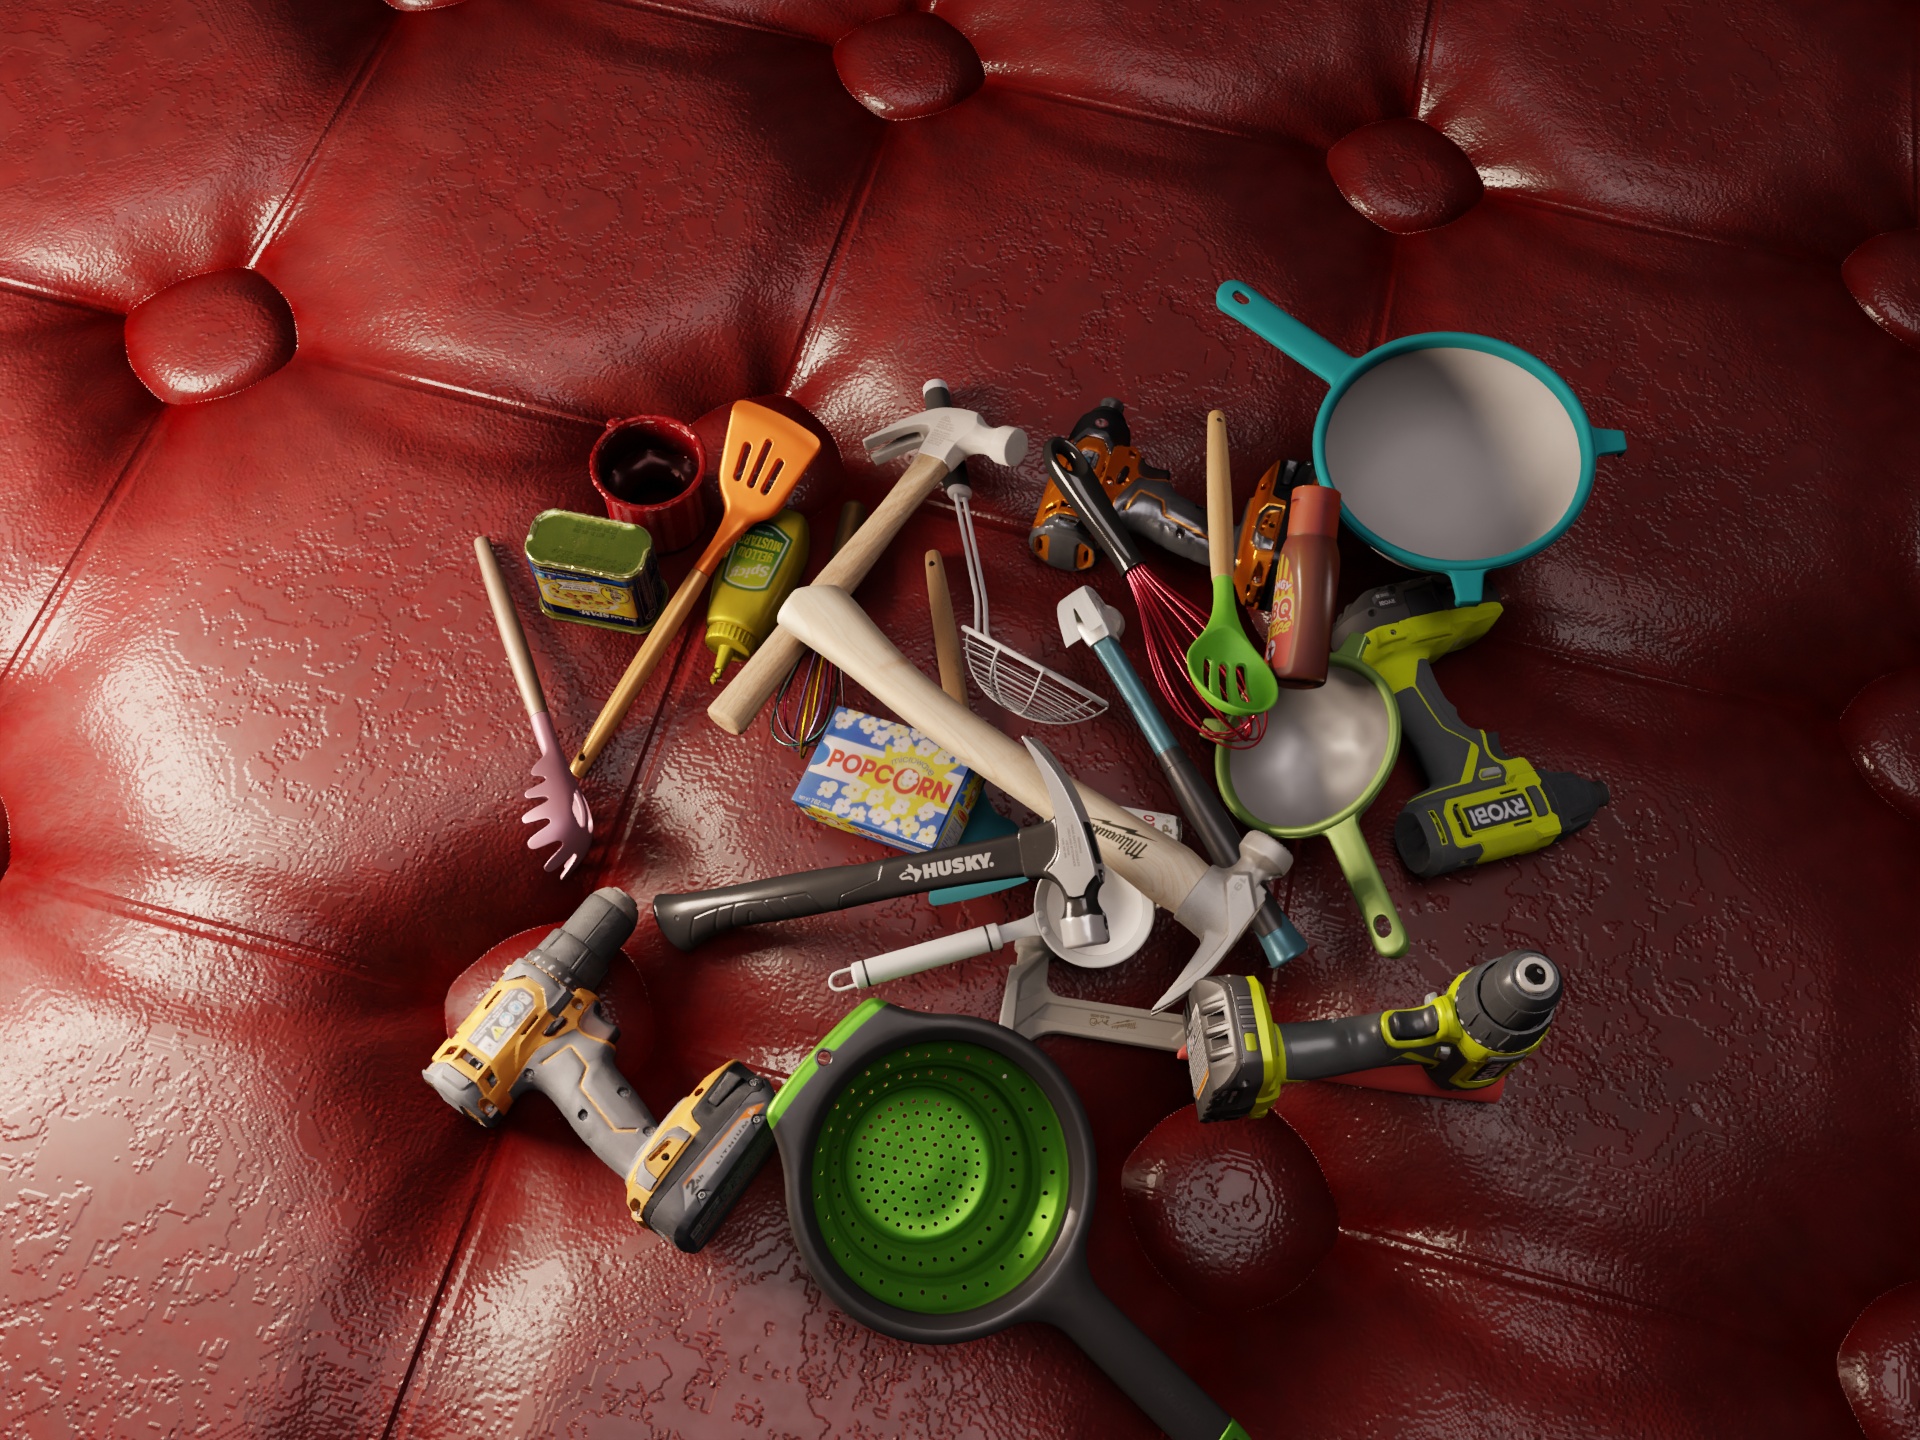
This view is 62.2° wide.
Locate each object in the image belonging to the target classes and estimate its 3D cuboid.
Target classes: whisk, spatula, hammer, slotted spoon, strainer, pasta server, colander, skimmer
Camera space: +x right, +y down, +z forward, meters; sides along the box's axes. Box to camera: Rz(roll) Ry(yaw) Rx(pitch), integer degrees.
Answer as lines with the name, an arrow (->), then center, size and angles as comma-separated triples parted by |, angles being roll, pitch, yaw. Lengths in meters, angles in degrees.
whisk -> -0.107, -0.076, 1.277 | 0.051, 0.047, 0.245 | -7, 55, 25
spatula -> -0.002, -0.004, 1.243 | 0.082, 0.044, 0.318 | -16, 62, 13
hammer -> 0.206, 0.241, 1.140 | 0.359, 0.036, 0.149 | 9, 64, 2
slotted spoon -> 0.202, -0.125, 1.219 | 0.070, 0.031, 0.314 | 13, 53, -11
strainer -> 0.031, 0.151, 1.135 | 0.258, 0.050, 0.087 | -15, 84, -5
pasta server -> -0.340, -0.020, 1.233 | 0.040, 0.060, 0.316 | -28, 61, 4
hammer -> -0.088, -0.124, 1.256 | 0.130, 0.031, 0.331 | 23, 67, 36
hammer -> 0.027, 0.037, 1.139 | 0.411, 0.038, 0.146 | 36, 78, 16
strainer -> 0.287, 0.069, 1.183 | 0.151, 0.069, 0.257 | -33, 51, 23
hammer -> 0.164, 0.036, 1.192 | 0.033, 0.128, 0.331 | -34, 69, 14
spatula -> -0.218, -0.098, 1.241 | 0.081, 0.041, 0.323 | 28, 80, 10
strainer -> 0.336, -0.234, 1.278 | 0.211, 0.095, 0.341 | -44, 70, -11
hammer -> -0.066, 0.108, 1.117 | 0.335, 0.035, 0.146 | -12, 81, 18
colander -> 0.039, 0.355, 1.057 | 0.397, 0.094, 0.204 | 45, 74, -2
whisk -> 0.146, -0.102, 1.234 | 0.073, 0.073, 0.296 | -27, 75, -15
skimmer -> 0.032, -0.151, 1.291 | 0.090, 0.127, 0.364 | -30, 55, 29

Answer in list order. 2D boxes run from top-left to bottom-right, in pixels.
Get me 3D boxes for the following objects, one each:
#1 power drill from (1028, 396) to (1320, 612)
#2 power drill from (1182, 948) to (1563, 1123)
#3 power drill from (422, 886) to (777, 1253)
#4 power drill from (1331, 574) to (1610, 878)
power drill -> 0.186, -0.185, 1.323 | 0.226, 0.084, 0.164 | 14, 64, 8
power drill -> 0.269, 0.202, 1.040 | 0.228, 0.190, 0.080 | -6, 64, 0
power drill -> -0.228, 0.233, 1.099 | 0.226, 0.084, 0.185 | 30, 65, 16
power drill -> 0.396, 0.000, 1.247 | 0.171, 0.080, 0.223 | -12, 69, -14
